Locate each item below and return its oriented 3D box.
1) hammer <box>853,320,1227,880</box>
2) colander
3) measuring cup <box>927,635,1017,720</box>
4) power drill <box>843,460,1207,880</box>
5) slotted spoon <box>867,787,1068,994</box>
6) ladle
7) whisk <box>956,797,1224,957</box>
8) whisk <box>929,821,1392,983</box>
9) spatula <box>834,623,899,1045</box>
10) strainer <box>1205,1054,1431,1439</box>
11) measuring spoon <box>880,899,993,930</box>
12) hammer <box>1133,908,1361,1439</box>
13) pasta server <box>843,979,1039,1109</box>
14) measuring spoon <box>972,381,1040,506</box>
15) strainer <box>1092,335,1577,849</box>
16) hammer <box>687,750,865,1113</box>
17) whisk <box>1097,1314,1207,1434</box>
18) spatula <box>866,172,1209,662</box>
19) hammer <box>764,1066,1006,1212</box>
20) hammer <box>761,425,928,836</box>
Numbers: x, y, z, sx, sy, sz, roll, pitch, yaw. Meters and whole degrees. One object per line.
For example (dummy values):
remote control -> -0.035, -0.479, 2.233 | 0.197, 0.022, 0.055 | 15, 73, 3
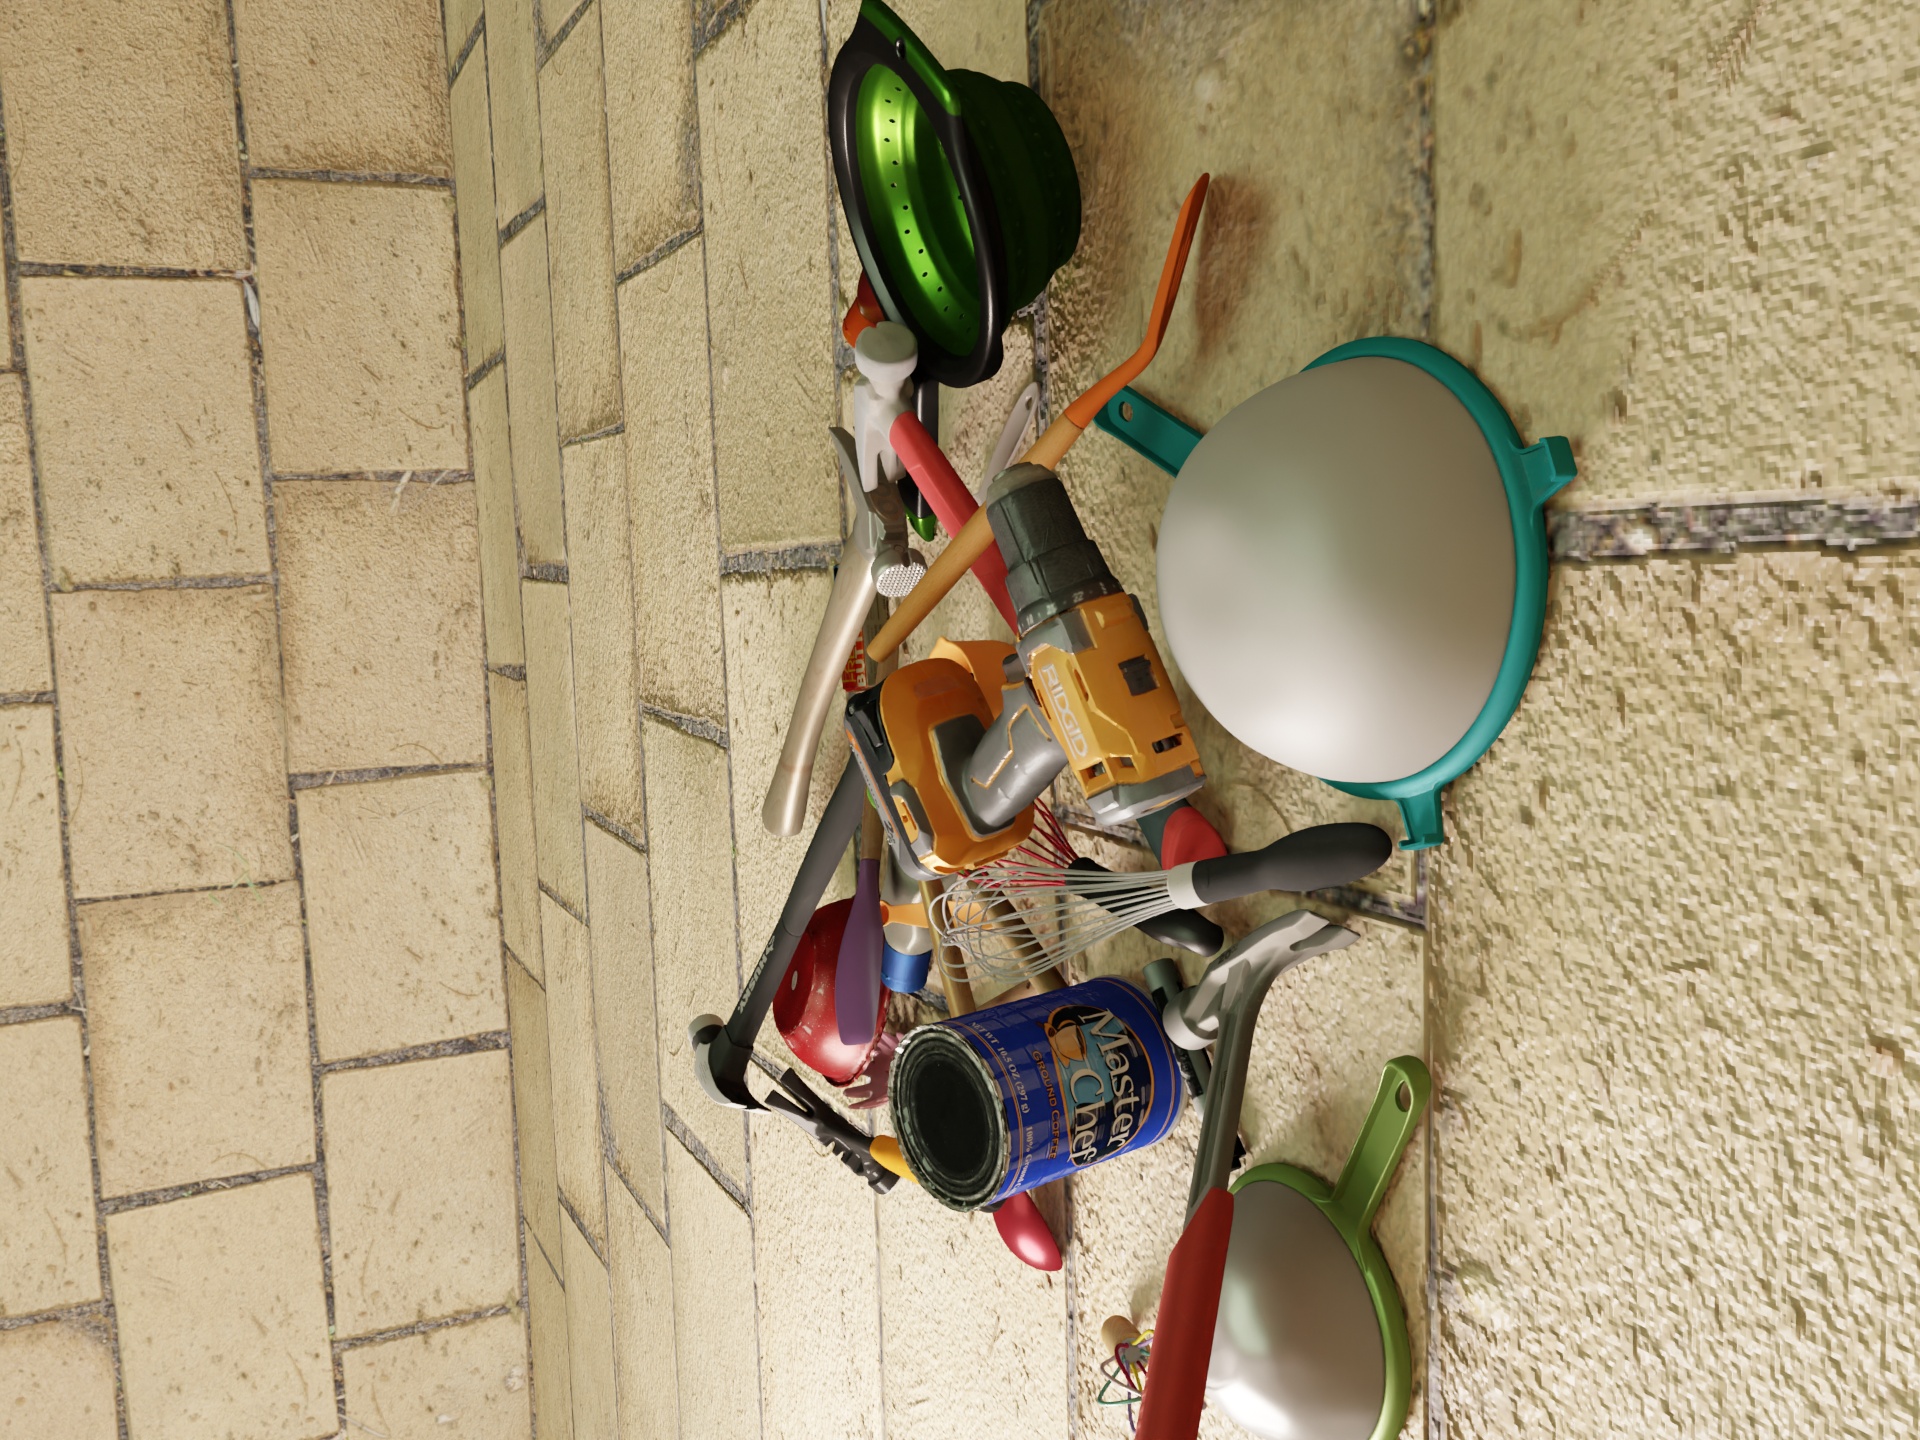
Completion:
hammer -> 0.036, -0.059, 0.946 | 0.387, 0.038, 0.143 | 58, 163, 25
colander -> 0.005, -0.262, 1.000 | 0.205, 0.094, 0.396 | 57, 161, 29
measuring cup -> -0.002, -0.003, 1.082 | 0.173, 0.052, 0.095 | 159, 104, -65
power drill -> 0.021, -0.018, 0.854 | 0.226, 0.084, 0.185 | -30, 80, 55
slotted spoon -> 0.022, 0.118, 1.059 | 0.314, 0.070, 0.031 | 54, 163, 37
ladle -> 0.010, 0.219, 1.060 | 0.069, 0.031, 0.315 | -14, 91, 67
whisk -> 0.062, 0.088, 0.950 | 0.296, 0.073, 0.073 | 21, 113, 60
whisk -> 0.093, 0.091, 0.819 | 0.284, 0.070, 0.070 | -18, 77, 40
spatula -> -0.065, 0.078, 1.164 | 0.060, 0.018, 0.316 | -18, 62, 51
strainer -> 0.161, 0.263, 0.775 | 0.152, 0.069, 0.256 | 54, 142, 46
measuring spoon -> -0.016, 0.137, 1.128 | 0.117, 0.011, 0.021 | -3, 90, 35
hammer -> 0.109, 0.262, 0.722 | 0.149, 0.036, 0.359 | -51, 18, 55
pasta server -> -0.014, 0.231, 1.160 | 0.316, 0.040, 0.060 | 135, 141, -56
measuring spoon -> 0.031, -0.166, 1.033 | 0.034, 0.018, 0.124 | 62, 139, 39
strainer -> 0.123, -0.097, 0.762 | 0.341, 0.095, 0.210 | 48, 136, 49
hammer -> -0.125, 0.149, 1.242 | 0.334, 0.035, 0.146 | -64, 27, 10
whisk -> 0.095, 0.352, 0.867 | 0.047, 0.051, 0.245 | 61, 173, 13
spatula -> 0.039, -0.151, 0.859 | 0.322, 0.041, 0.081 | -48, 5, 27
hammer -> -0.048, 0.305, 1.132 | 0.127, 0.034, 0.337 | 42, 160, -9
hammer -> -0.110, -0.043, 1.250 | 0.410, 0.038, 0.146 | 115, 143, -50
